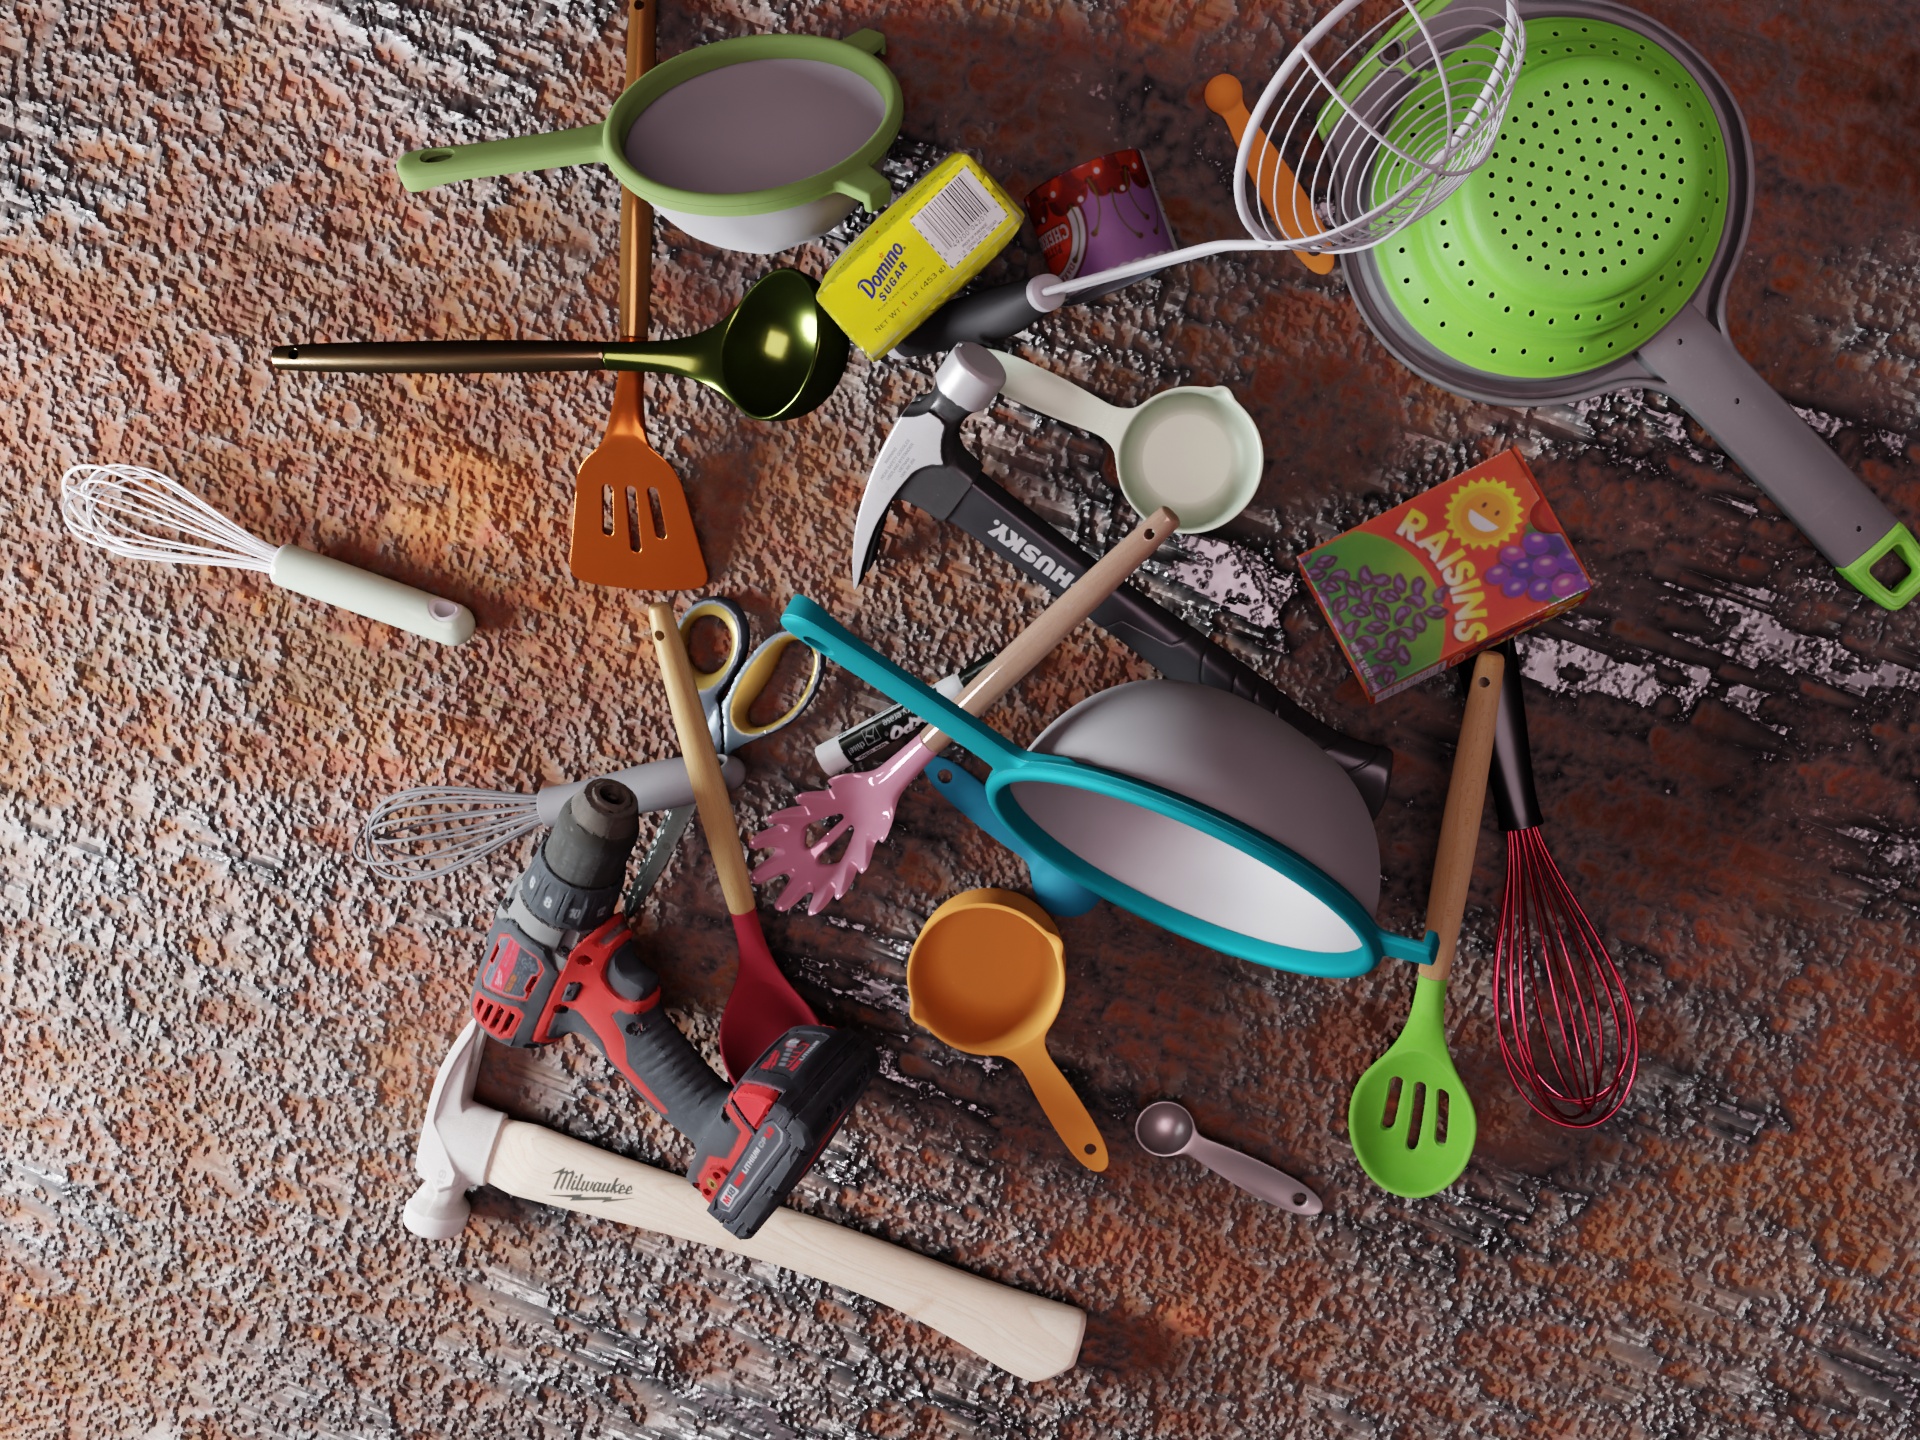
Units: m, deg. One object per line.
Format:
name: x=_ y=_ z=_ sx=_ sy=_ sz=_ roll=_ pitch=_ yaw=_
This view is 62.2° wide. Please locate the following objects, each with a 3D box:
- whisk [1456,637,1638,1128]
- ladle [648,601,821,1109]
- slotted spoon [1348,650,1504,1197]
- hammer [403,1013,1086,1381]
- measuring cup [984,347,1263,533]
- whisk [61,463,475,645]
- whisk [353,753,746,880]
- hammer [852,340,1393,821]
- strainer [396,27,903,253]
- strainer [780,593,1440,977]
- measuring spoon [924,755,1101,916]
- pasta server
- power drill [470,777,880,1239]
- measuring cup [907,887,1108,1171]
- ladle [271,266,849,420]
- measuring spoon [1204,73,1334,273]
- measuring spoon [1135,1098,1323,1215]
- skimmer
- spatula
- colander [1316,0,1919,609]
whisk: x=0.306 y=0.075 z=0.855 sx=0.073 sy=0.073 sz=0.296 roll=-12 pitch=92 yaw=8
ladle: x=-0.128 y=0.082 z=0.881 sx=0.069 sy=0.031 sz=0.315 roll=-3 pitch=114 yaw=18
slotted spoon: x=0.261 y=0.114 z=0.858 sx=0.070 sy=0.031 sz=0.313 roll=13 pitch=110 yaw=26
hammer: x=-0.122 y=0.294 z=0.948 sx=0.410 sy=0.038 sz=0.146 roll=17 pitch=100 yaw=2
measuring cup: x=0.080 y=-0.158 z=0.846 sx=0.167 sy=0.038 sz=0.083 roll=26 pitch=102 yaw=3
whisk: x=-0.394 y=-0.091 z=0.907 sx=0.246 sy=0.058 sz=0.059 roll=20 pitch=136 yaw=-1
whisk: x=-0.235 y=0.050 z=0.903 sx=0.239 sy=0.055 sz=0.055 roll=-11 pitch=99 yaw=11
hammer: x=0.094 y=-0.048 z=0.849 sx=0.334 sy=0.035 sz=0.146 roll=35 pitch=126 yaw=-7
strainer: x=-0.152 y=-0.275 z=0.812 sx=0.256 sy=0.152 sz=0.069 roll=-6 pitch=142 yaw=3
strainer: x=0.074 y=0.008 z=0.786 sx=0.340 sy=0.211 sz=0.095 roll=33 pitch=73 yaw=-15
measuring spoon: x=0.028 y=0.065 z=0.896 sx=0.128 sy=0.021 sz=0.042 roll=40 pitch=101 yaw=-4
pasta server: x=-0.001 y=-0.003 z=0.847 sx=0.060 sy=0.040 sz=0.316 roll=48 pitch=116 yaw=3
power drill: x=-0.158 y=0.153 z=0.872 sx=0.227 sy=0.080 sz=0.187 roll=36 pitch=123 yaw=9
measuring cup: x=0.038 y=0.174 z=0.902 sx=0.095 sy=0.052 sz=0.173 roll=-29 pitch=98 yaw=10
ladle: x=-0.214 y=-0.193 z=0.827 sx=0.320 sy=0.062 sz=0.078 roll=1 pitch=86 yaw=8
measuring spoon: x=0.162 y=-0.284 z=0.826 sx=0.021 sy=0.011 sz=0.117 roll=-31 pitch=96 yaw=10
measuring spoon: x=0.156 y=0.254 z=0.924 sx=0.124 sy=0.018 sz=0.034 roll=29 pitch=102 yaw=-7
skimmer: x=0.079 y=-0.235 z=0.718 sx=0.363 sy=0.127 sz=0.090 roll=0 pitch=97 yaw=50
spatula: x=-0.175 y=-0.232 z=0.868 sx=0.081 sy=0.041 sz=0.322 roll=4 pitch=96 yaw=6
colander: x=0.350 y=-0.200 z=0.779 sx=0.397 sy=0.094 sz=0.204 roll=45 pitch=101 yaw=-3
